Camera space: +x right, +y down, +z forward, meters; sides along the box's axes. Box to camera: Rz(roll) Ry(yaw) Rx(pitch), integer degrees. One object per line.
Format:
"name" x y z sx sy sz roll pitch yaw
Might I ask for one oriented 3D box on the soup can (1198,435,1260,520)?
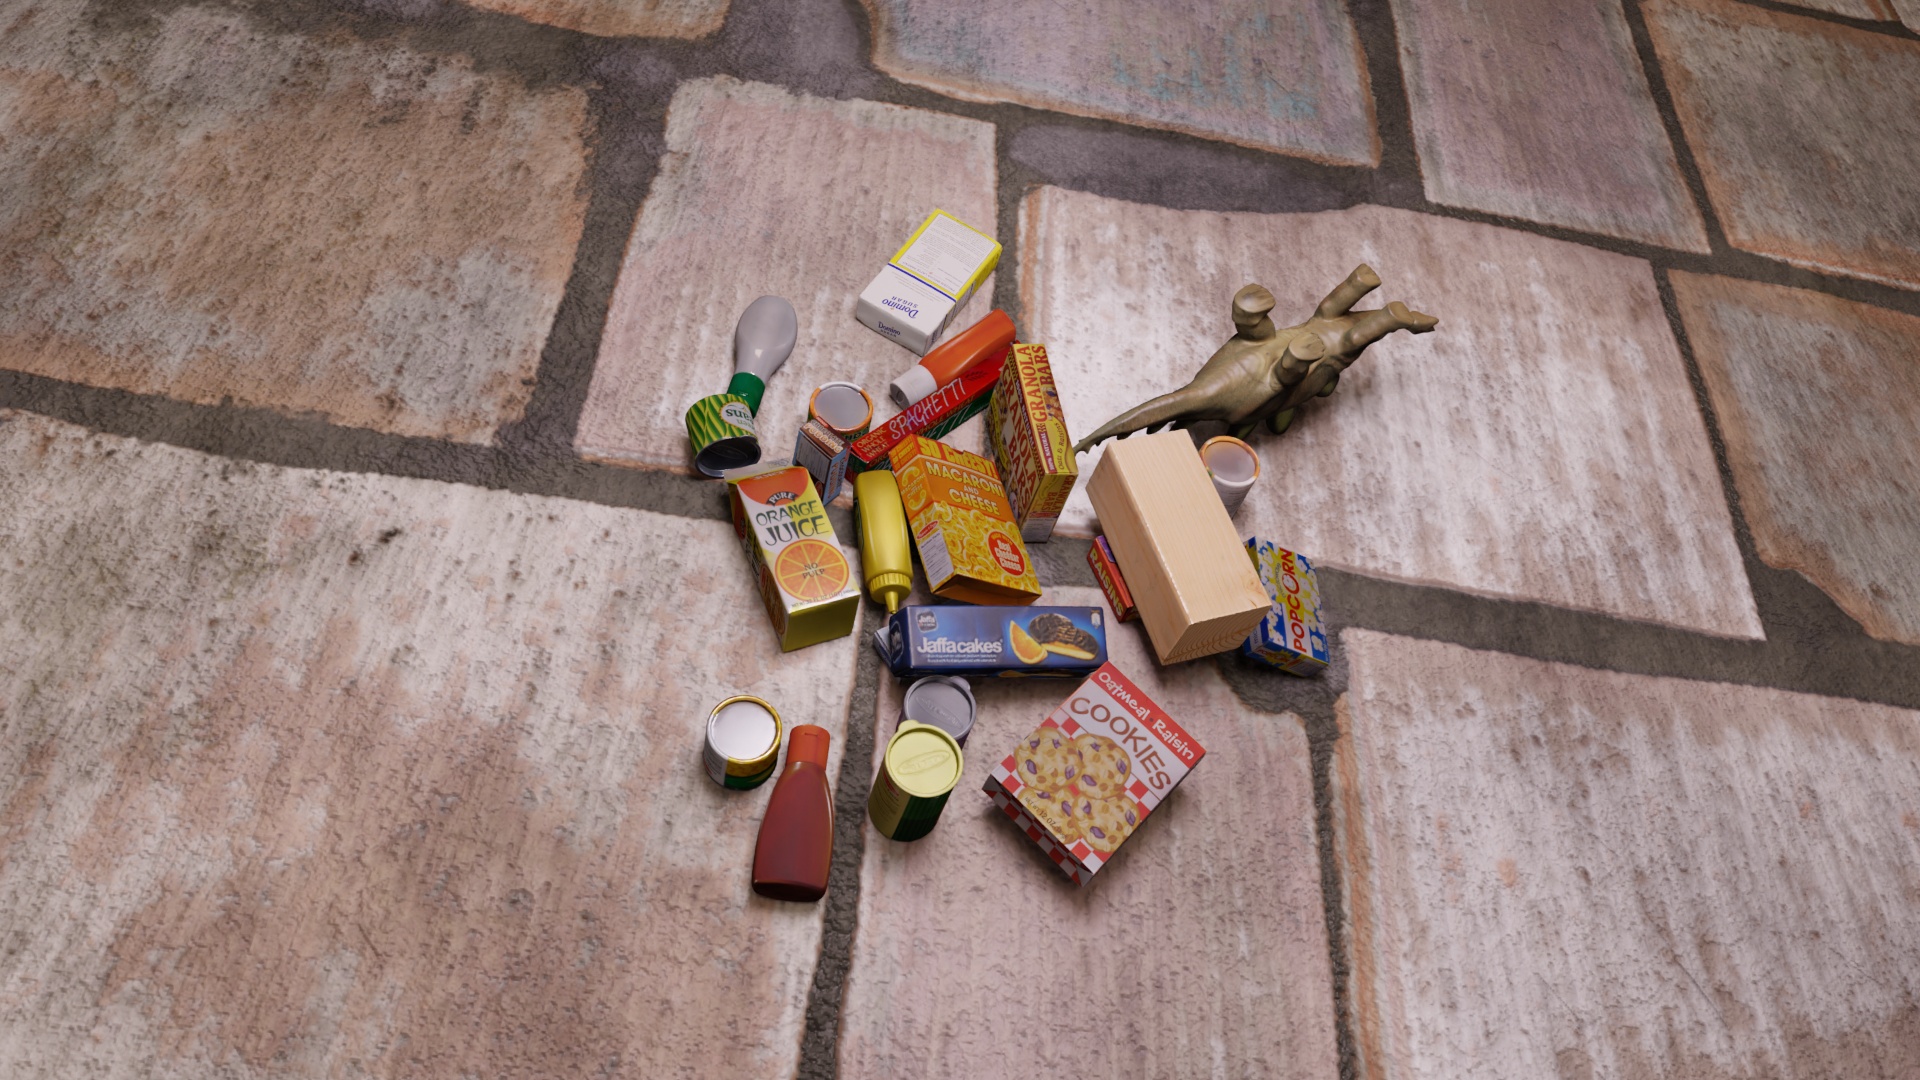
"soup can" 0.270 -0.062 1.464 0.071 0.083 0.072 6 55 -9

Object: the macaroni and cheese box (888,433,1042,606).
"macaroni and cheese box" 0.005 -0.017 1.362 0.124 0.040 0.167 16 46 -45

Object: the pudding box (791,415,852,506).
"pudding box" -0.140 -0.078 1.378 0.050 0.083 0.030 41 55 15

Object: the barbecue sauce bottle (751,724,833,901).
"barbecue sauce bottle" -0.138 0.232 1.193 0.065 0.043 0.149 10 54 -7

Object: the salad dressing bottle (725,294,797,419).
"salad dressing bottle" -0.214 -0.192 1.463 0.064 0.043 0.148 16 55 -4

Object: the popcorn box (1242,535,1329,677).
"popcorn box" 0.322 0.067 1.399 0.085 0.038 0.127 20 51 -27

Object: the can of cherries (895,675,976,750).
"can of cherries" -0.021 0.163 1.258 0.071 0.058 0.072 6 55 -8

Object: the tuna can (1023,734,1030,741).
"tuna can" 0.087 0.204 1.271 0.071 0.032 0.071 6 56 -9

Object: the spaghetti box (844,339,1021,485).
"spaghetti box" -0.022 -0.134 1.465 0.251 0.050 0.029 -36 70 -30

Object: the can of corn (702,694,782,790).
"can of corn" -0.188 0.175 1.210 0.071 0.058 0.071 6 56 -9

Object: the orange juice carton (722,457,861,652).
"orange juice carton" -0.165 0.001 1.325 0.072 0.072 0.193 -14 60 -21

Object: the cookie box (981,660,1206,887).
"cookie box" 0.121 0.203 1.233 0.123 0.040 0.168 42 58 14

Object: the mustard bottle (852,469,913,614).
"mustard bottle" -0.074 0.009 1.345 0.049 0.065 0.161 -5 57 -9

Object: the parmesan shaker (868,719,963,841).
"parmesan shaker" -0.041 0.207 1.196 0.071 0.102 0.071 6 56 -9

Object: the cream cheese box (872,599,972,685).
"cream cheese box" -0.026 0.094 1.324 0.104 0.024 0.053 -22 63 -25

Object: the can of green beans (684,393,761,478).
"can of green beans" -0.237 -0.104 1.384 0.071 0.071 0.058 -8 59 -18

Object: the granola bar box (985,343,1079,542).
"granola bar box" 0.070 -0.099 1.417 0.039 0.123 0.166 -2 57 -16

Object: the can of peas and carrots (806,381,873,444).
"can of peas and carrots" -0.124 -0.119 1.425 0.071 0.058 0.071 6 56 -9

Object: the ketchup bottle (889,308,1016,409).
"ketchup bottle" -0.009 -0.193 1.503 0.149 0.064 0.043 -36 84 -22

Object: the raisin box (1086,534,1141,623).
"raisin box" 0.203 0.028 1.414 0.124 0.039 0.086 -13 61 -20
